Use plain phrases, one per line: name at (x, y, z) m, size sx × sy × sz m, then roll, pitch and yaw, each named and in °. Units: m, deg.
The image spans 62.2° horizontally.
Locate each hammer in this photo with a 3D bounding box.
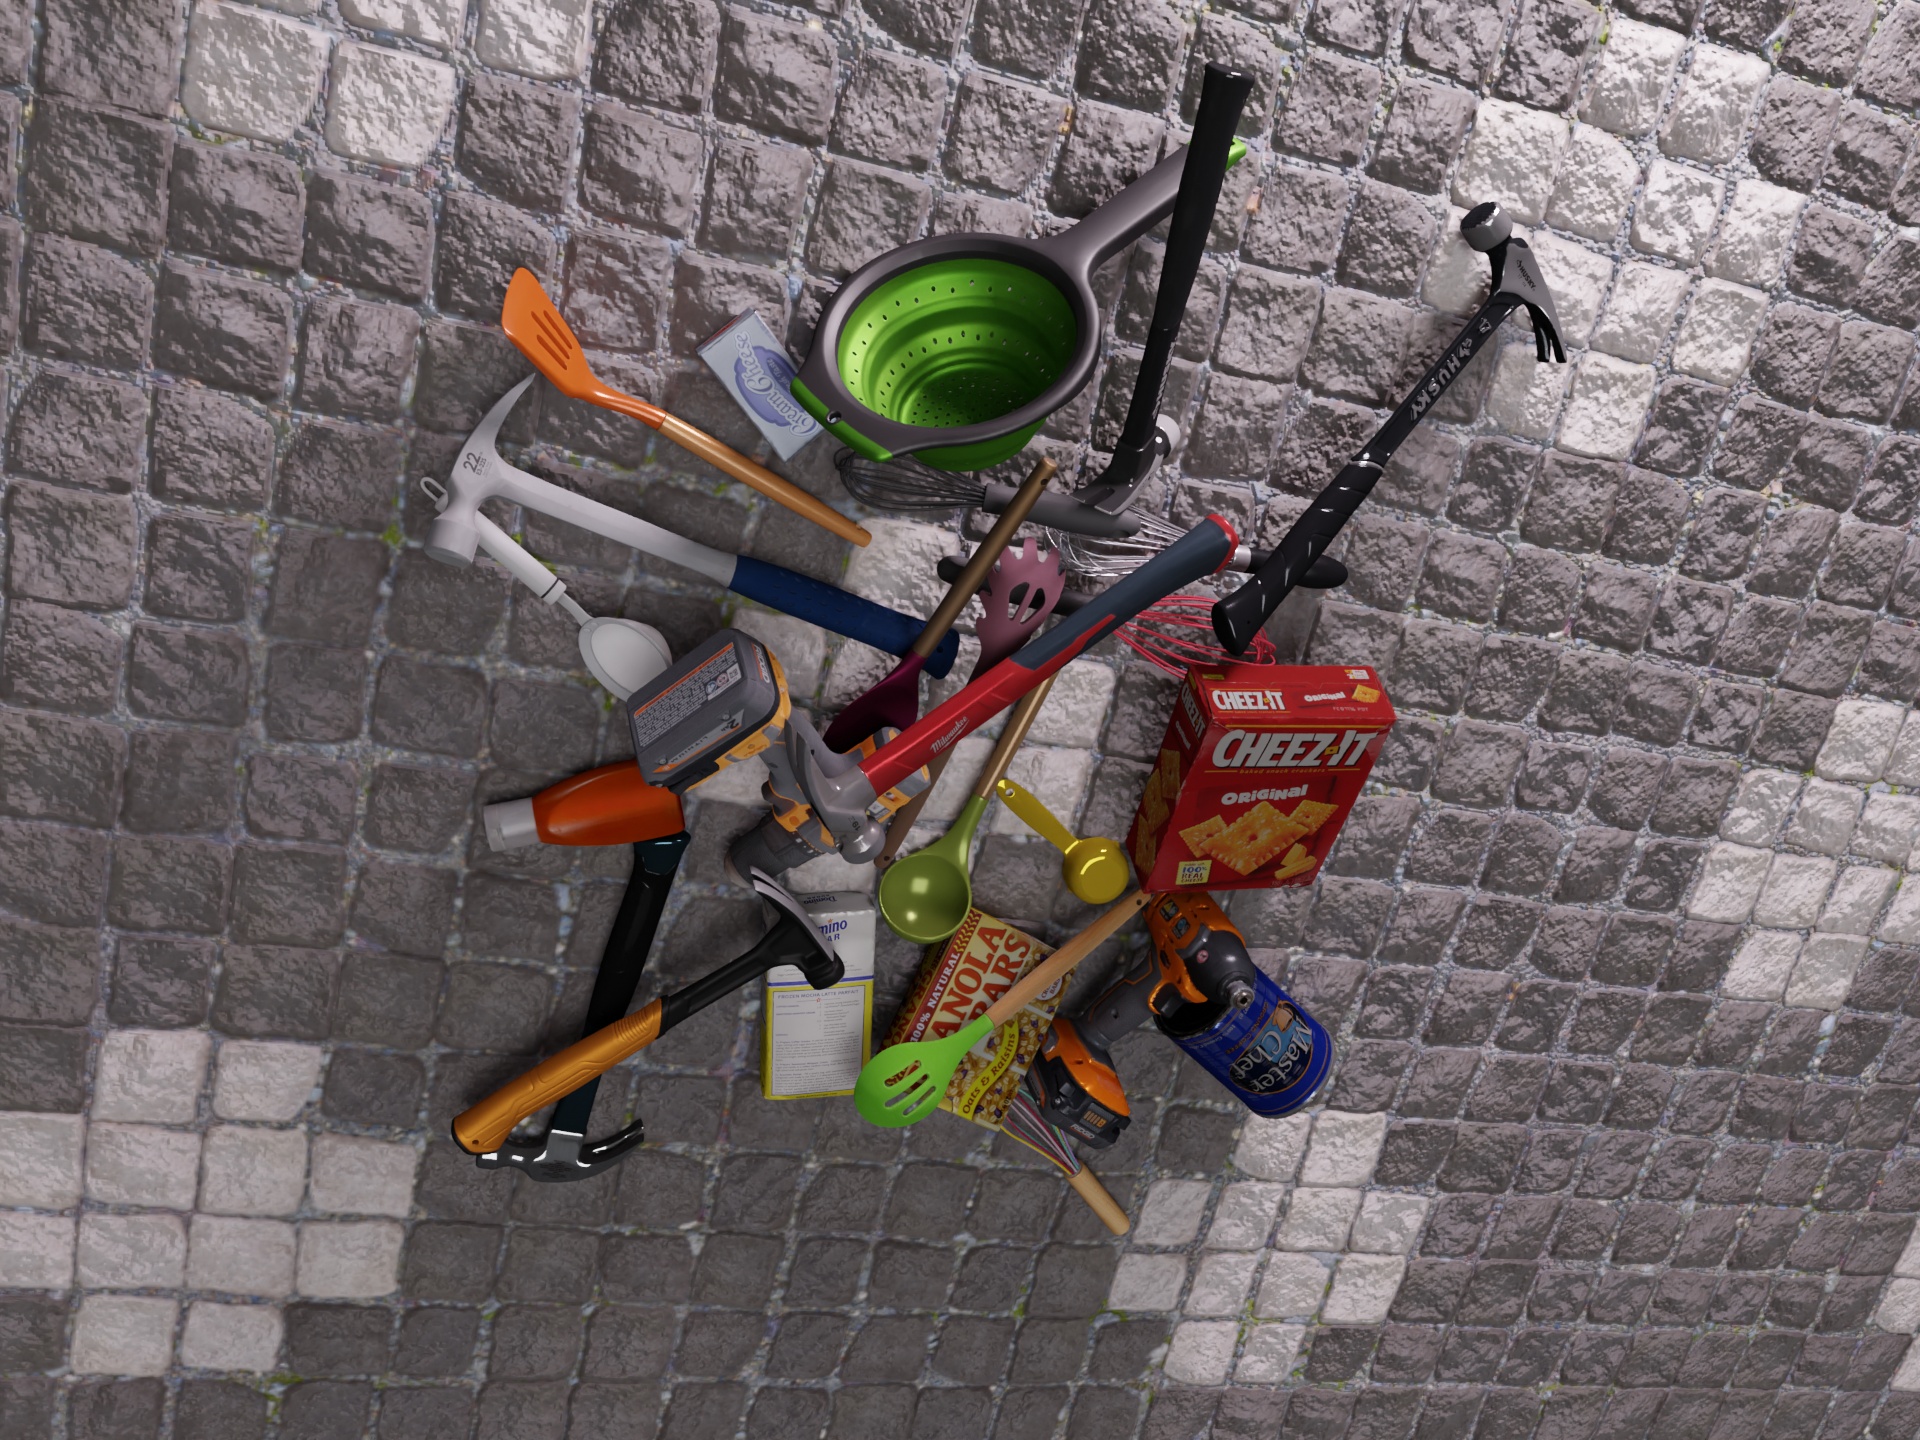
hammer at (0.146, -0.292, 1.109) m, size 0.035 × 0.146 × 0.334 m, roll 26°, pitch 137°, yaw 15°
hammer at (0.047, -0.049, 1.183) m, size 0.386 × 0.038 × 0.143 m, roll -35°, pitch 137°, yaw -11°
hammer at (-0.264, 0.245, 1.270) m, size 0.337 × 0.034 × 0.127 m, roll -31°, pitch 124°, yaw 2°
hammer at (0.337, -0.214, 1.269) m, size 0.149 × 0.036 × 0.409 m, roll 44°, pitch 82°, yaw -27°
hammer at (-0.291, 0.237, 1.308) m, size 0.128 × 0.033 × 0.331 m, roll 16°, pitch 105°, yaw -20°
hammer at (-0.178, -0.121, 1.186) m, size 0.405 × 0.035 × 0.144 m, roll 20°, pitch 78°, yaw -26°

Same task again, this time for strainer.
strainer at (-0.294, -0.092, 1.179) m, size 0.258 × 0.050 × 0.087 m, roll 42°, pitch 138°, yaw -20°

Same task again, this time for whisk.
whisk at (0.020, -0.171, 1.202) m, size 0.239 × 0.055 × 0.055 m, roll 11°, pitch 108°, yaw -3°
whisk at (0.120, -0.084, 1.273) m, size 0.295 × 0.073 × 0.073 m, roll 14°, pitch 106°, yaw -16°
whisk at (0.091, 0.406, 1.474) m, size 0.051 × 0.047 × 0.244 m, roll -22°, pitch 122°, yaw 23°
whisk at (0.196, -0.137, 1.293) m, size 0.284 × 0.070 × 0.070 m, roll 6°, pitch 109°, yaw -23°

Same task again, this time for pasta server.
pasta server at (-0.002, -0.004, 1.267) m, size 0.060 × 0.040 × 0.316 m, roll 21°, pitch 120°, yaw -13°

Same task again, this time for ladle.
ladle at (0.028, 0.041, 1.311) m, size 0.078 × 0.062 × 0.320 m, roll 29°, pitch 98°, yaw 6°

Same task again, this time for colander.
colander at (0.062, -0.298, 1.170) m, size 0.397 × 0.205 × 0.094 m, roll -39°, pitch 151°, yaw -16°

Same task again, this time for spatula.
spatula at (-0.192, -0.211, 1.157) m, size 0.322 × 0.081 × 0.041 m, roll 28°, pitch 129°, yaw -28°

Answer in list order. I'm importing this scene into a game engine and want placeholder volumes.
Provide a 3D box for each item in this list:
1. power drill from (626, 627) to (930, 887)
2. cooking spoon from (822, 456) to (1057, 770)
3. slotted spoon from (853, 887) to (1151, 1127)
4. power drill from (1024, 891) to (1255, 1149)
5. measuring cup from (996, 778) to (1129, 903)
power drill at (-0.154, 0.042, 1.210) m, size 0.185 × 0.084 × 0.226 m, roll -34°, pitch 140°, yaw 16°
cooking spoon at (-0.017, -0.072, 1.215) m, size 0.068 × 0.017 × 0.318 m, roll 16°, pitch 124°, yaw -32°
slotted spoon at (0.043, 0.237, 1.347) m, size 0.314 × 0.031 × 0.070 m, roll -36°, pitch 105°, yaw -18°
power drill at (0.157, 0.256, 1.370) m, size 0.084 × 0.164 × 0.226 m, roll 36°, pitch 99°, yaw -26°
measuring cup at (0.086, 0.103, 1.364) m, size 0.062 × 0.029 × 0.156 m, roll -46°, pitch 115°, yaw 5°
